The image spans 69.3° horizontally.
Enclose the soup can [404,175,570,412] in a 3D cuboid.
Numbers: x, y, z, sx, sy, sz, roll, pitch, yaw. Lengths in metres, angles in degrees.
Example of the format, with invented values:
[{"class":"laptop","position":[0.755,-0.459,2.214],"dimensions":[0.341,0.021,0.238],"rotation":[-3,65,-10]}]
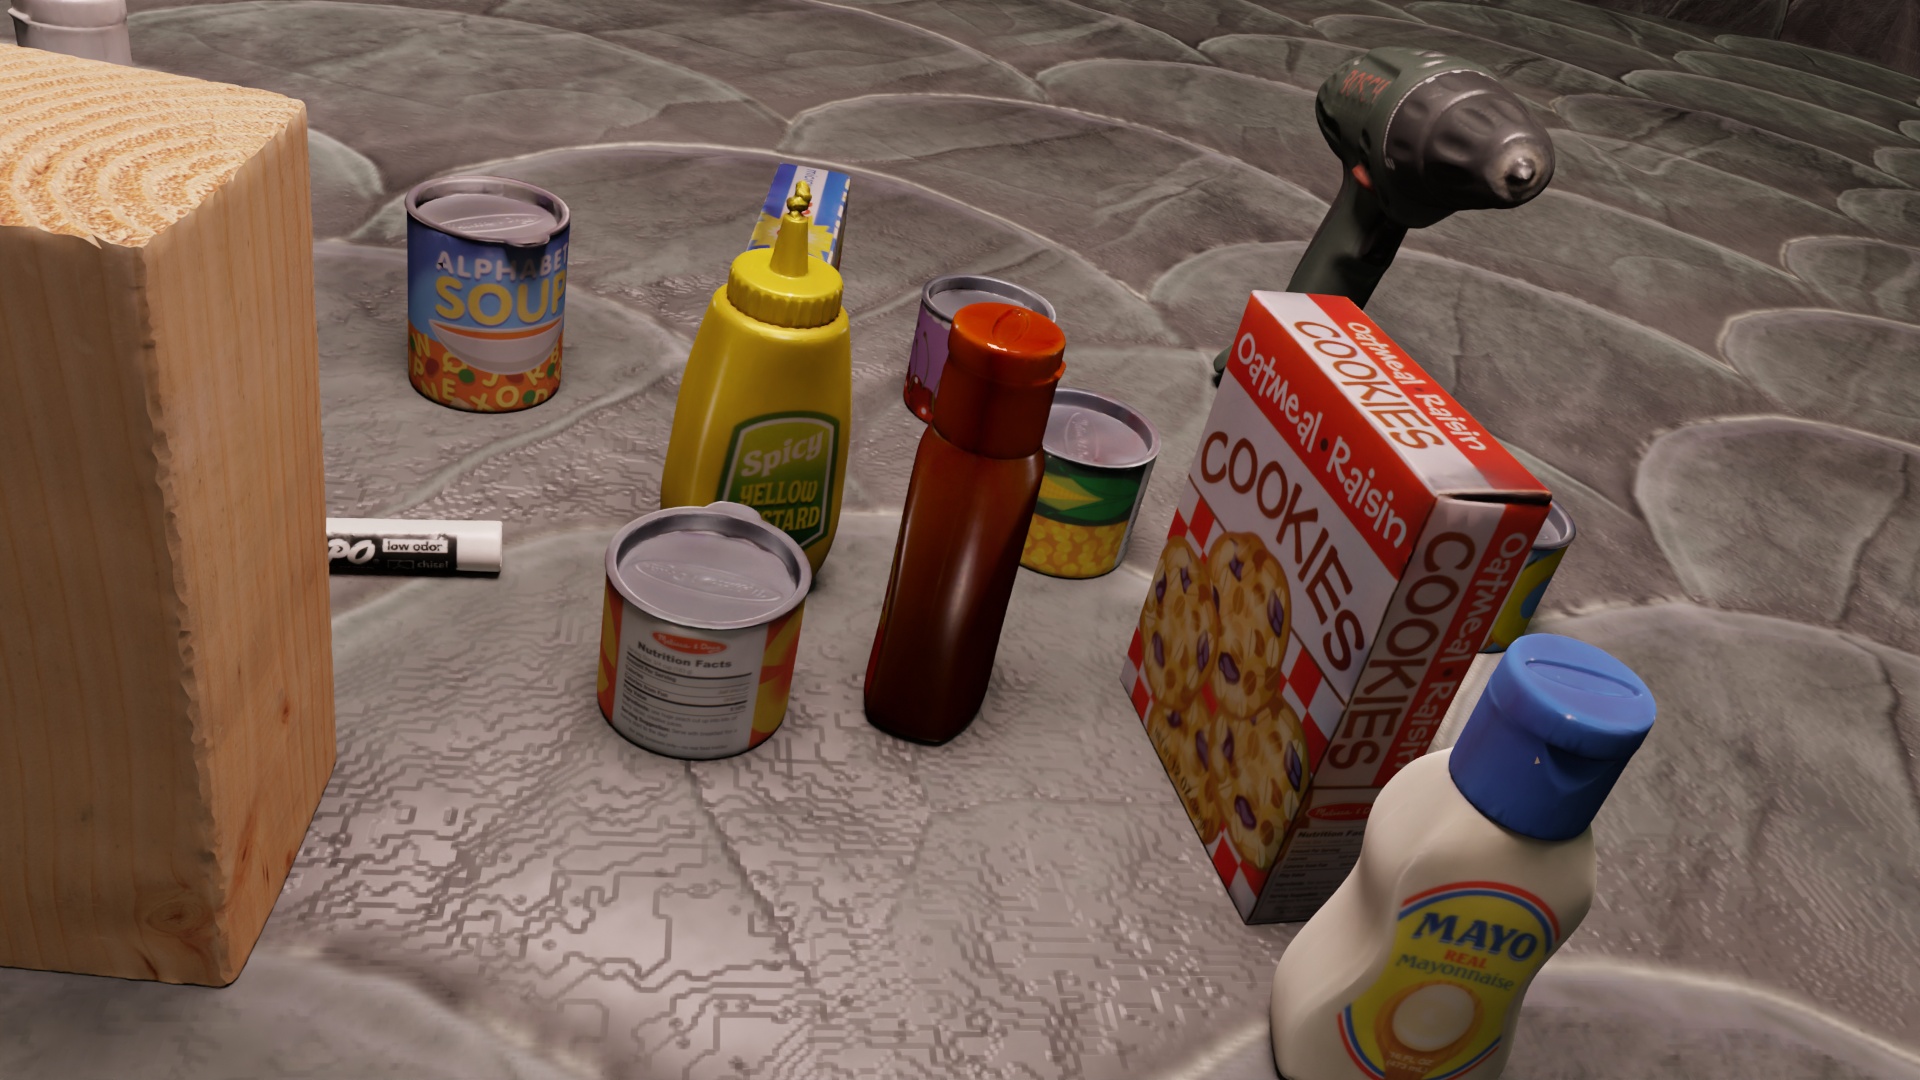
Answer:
[{"class":"soup can","position":[-0.205,-0.106,0.604],"dimensions":[0.071,0.083,0.072],"rotation":[10,33,-6]}]

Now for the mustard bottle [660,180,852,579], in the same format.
[{"class":"mustard bottle","position":[-0.070,-0.052,0.501],"dimensions":[0.065,0.159,0.049],"rotation":[-7,38,-28]}]

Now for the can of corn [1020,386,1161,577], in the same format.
[{"class":"can of corn","position":[0.044,-0.026,0.597],"dimensions":[0.071,0.058,0.071],"rotation":[10,33,-6]}]

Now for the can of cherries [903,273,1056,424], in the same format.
[{"class":"can of cherries","position":[0.010,-0.089,0.680],"dimensions":[0.071,0.058,0.072],"rotation":[10,33,-6]}]

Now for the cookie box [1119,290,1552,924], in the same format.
[{"class":"cookie box","position":[0.110,0.020,0.451],"dimensions":[0.040,0.166,0.123],"rotation":[2,35,-18]}]

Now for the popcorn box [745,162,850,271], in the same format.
[{"class":"popcorn box","position":[-0.081,-0.119,0.668],"dimensions":[0.038,0.084,0.127],"rotation":[10,33,-6]}]

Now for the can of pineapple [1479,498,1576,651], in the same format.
[{"class":"can of pineapple","position":[0.228,0.007,0.615],"dimensions":[0.071,0.057,0.071],"rotation":[10,33,-6]}]

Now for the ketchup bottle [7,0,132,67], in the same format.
[{"class":"ketchup bottle","position":[-0.345,-0.144,0.551],"dimensions":[0.065,0.148,0.044],"rotation":[29,36,22]}]

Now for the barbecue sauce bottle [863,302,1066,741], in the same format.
[{"class":"barbecue sauce bottle","position":[0.002,-0.006,0.469],"dimensions":[0.044,0.147,0.065],"rotation":[18,33,6]}]

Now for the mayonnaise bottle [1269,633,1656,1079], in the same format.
[{"class":"mayonnaise bottle","position":[0.132,0.093,0.368],"dimensions":[0.065,0.147,0.041],"rotation":[13,33,0]}]

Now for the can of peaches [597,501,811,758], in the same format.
[{"class":"can of peaches","position":[-0.086,0.029,0.467],"dimensions":[0.071,0.057,0.071],"rotation":[10,33,-6]}]
